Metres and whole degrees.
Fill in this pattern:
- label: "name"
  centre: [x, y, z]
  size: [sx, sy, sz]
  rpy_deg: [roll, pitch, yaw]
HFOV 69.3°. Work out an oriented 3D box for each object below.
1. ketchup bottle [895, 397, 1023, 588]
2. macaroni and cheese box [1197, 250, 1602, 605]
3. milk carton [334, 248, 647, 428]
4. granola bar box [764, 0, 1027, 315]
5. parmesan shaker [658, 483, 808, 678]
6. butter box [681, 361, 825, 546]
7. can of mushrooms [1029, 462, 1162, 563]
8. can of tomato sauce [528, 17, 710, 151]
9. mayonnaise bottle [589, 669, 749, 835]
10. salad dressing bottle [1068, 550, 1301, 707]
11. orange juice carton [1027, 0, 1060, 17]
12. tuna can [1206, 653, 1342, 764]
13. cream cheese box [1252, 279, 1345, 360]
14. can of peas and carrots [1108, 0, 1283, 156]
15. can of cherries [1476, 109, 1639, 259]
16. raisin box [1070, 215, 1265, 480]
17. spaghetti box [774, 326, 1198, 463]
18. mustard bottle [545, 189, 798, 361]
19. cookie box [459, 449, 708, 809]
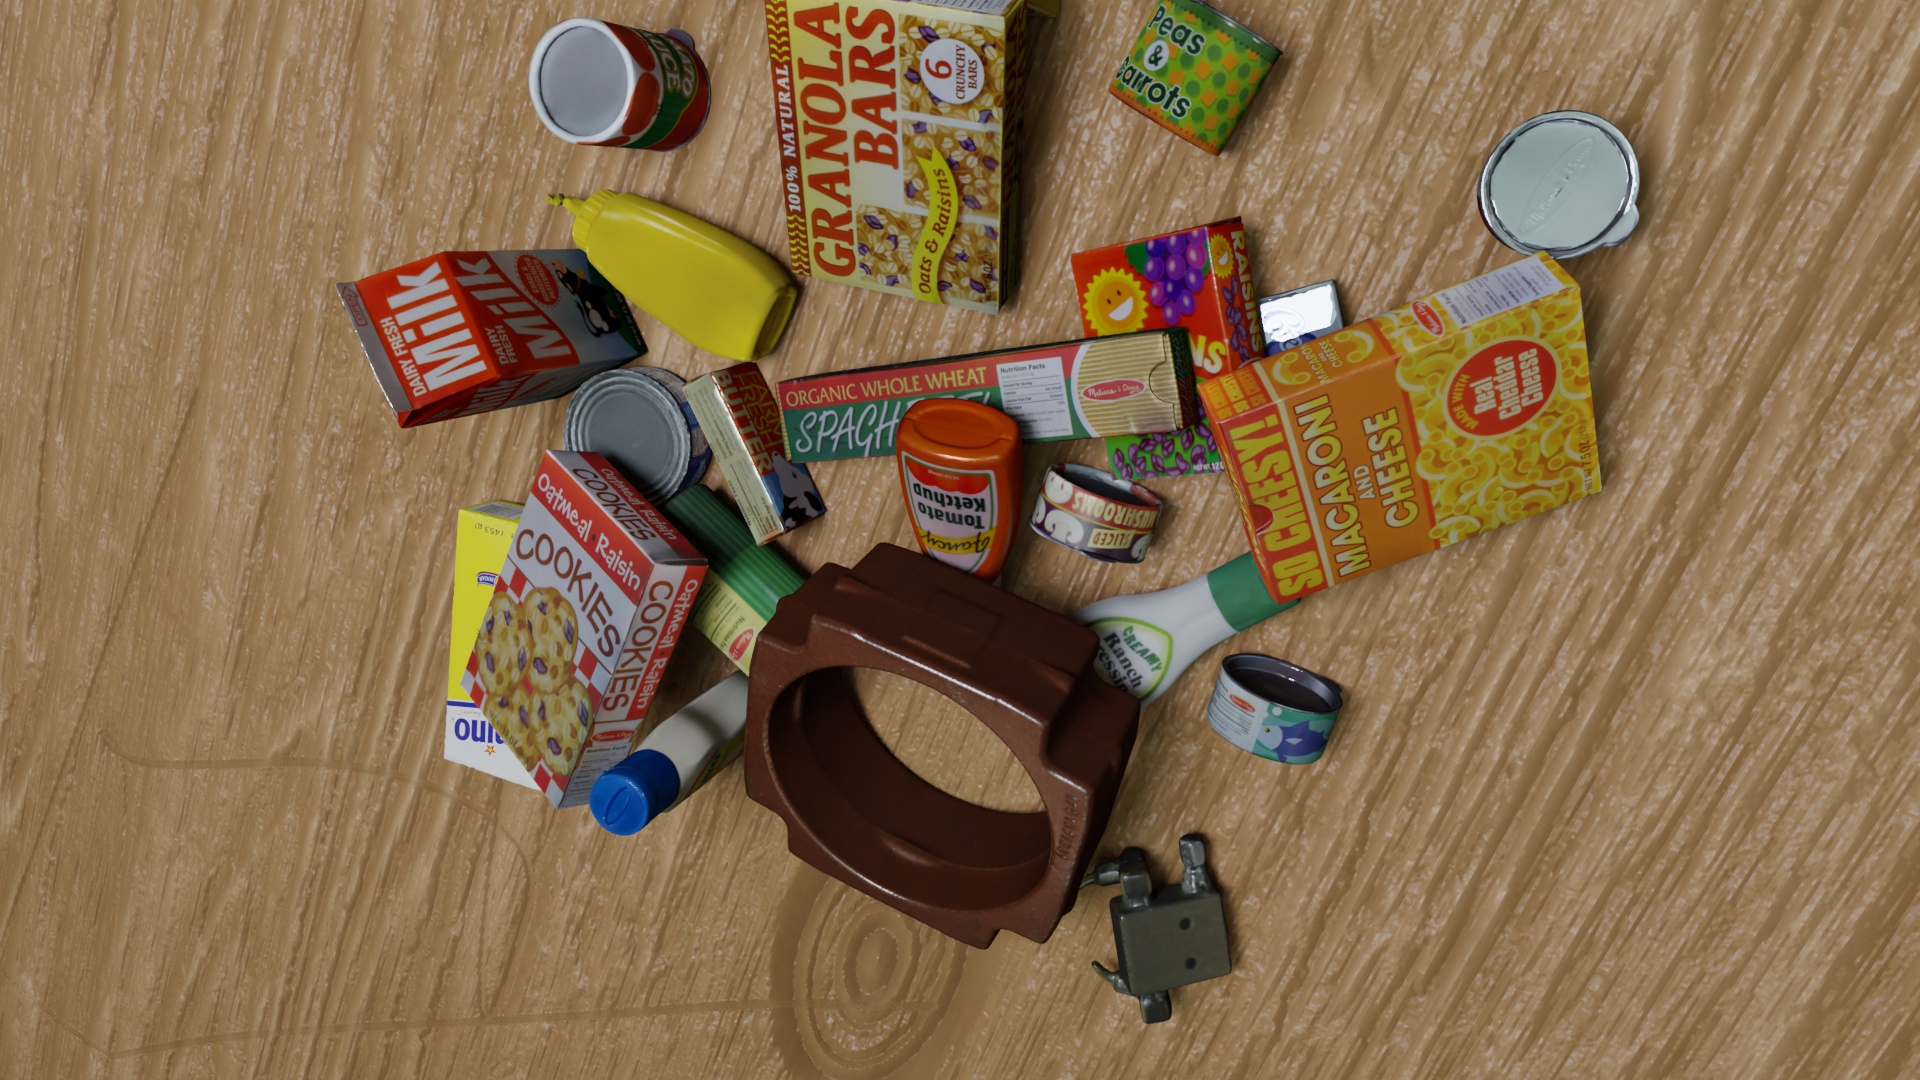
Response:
- label: "ketchup bottle"
  centre: [0.003, -0.009, 0.747]
  size: [0.065, 0.044, 0.148]
  rpy_deg: [14, 142, 15]
- label: "macaroni and cheese box"
  centre: [0.210, -0.049, 0.659]
  size: [0.166, 0.040, 0.123]
  rpy_deg: [-21, 127, 8]
- label: "milk carton"
  centre: [-0.263, -0.114, 0.768]
  size: [0.073, 0.191, 0.072]
  rpy_deg: [-23, 95, 21]
- label: "granola bar box"
  centre: [-0.031, -0.205, 0.714]
  size: [0.124, 0.039, 0.164]
  rpy_deg: [14, 136, 14]
- label: "parmesan shaker"
  centre: [-0.137, 0.021, 0.824]
  size: [0.103, 0.071, 0.071]
  rpy_deg: [43, 111, 6]
- label: "butter box"
  centre: [-0.119, -0.052, 0.809]
  size: [0.024, 0.053, 0.103]
  rpy_deg: [-24, 93, 24]
- label: "can of mushrooms"
  centre: [0.074, -0.014, 0.745]
  size: [0.071, 0.071, 0.033]
  rpy_deg: [22, 107, 12]
- label: "can of tomato sauce"
  centre: [-0.187, -0.253, 0.770]
  size: [0.071, 0.083, 0.071]
  rpy_deg: [4, 104, 17]
- label: "mayonnaise bottle"
  centre: [-0.162, 0.126, 0.811]
  size: [0.041, 0.148, 0.064]
  rpy_deg: [36, 111, 6]
- label: "salad dressing bottle"
  centre: [0.112, 0.049, 0.761]
  size: [0.147, 0.044, 0.064]
  rpy_deg: [-30, 94, 21]
- label: "orange juice carton"
  centre: [-0.046, -0.317, 0.715]
  size: [0.193, 0.073, 0.071]
  rpy_deg: [11, 106, 16]
- label: "tuna can"
  centre: [0.169, 0.089, 0.742]
  size: [0.071, 0.071, 0.032]
  rpy_deg: [20, 109, 13]
- label: "cream cheese box"
  centre: [0.179, -0.079, 0.721]
  size: [0.053, 0.024, 0.103]
  rpy_deg: [-12, 98, 20]
- label: "can of peas and carrots"
  centre: [0.114, -0.231, 0.683]
  size: [0.071, 0.071, 0.058]
  rpy_deg: [34, 111, 8]
- label: "can of cherries"
  centre: [0.280, -0.163, 0.651]
  size: [0.071, 0.058, 0.071]
  rpy_deg: [4, 102, 17]
- label: "raisin box"
  centre: [0.111, -0.097, 0.717]
  size: [0.086, 0.040, 0.123]
  rpy_deg: [-3, 103, 42]
- label: "spaghetti box"
  centre: [0.006, -0.075, 0.745]
  size: [0.250, 0.029, 0.050]
  rpy_deg: [-2, 102, 33]
- label: "mustard bottle"
  centre: [-0.172, -0.164, 0.804]
  size: [0.160, 0.049, 0.065]
  rpy_deg: [32, 110, 9]
- label: "cookie box"
  centre: [-0.219, 0.049, 0.798]
  size: [0.123, 0.040, 0.166]
  rpy_deg: [39, 113, 34]
